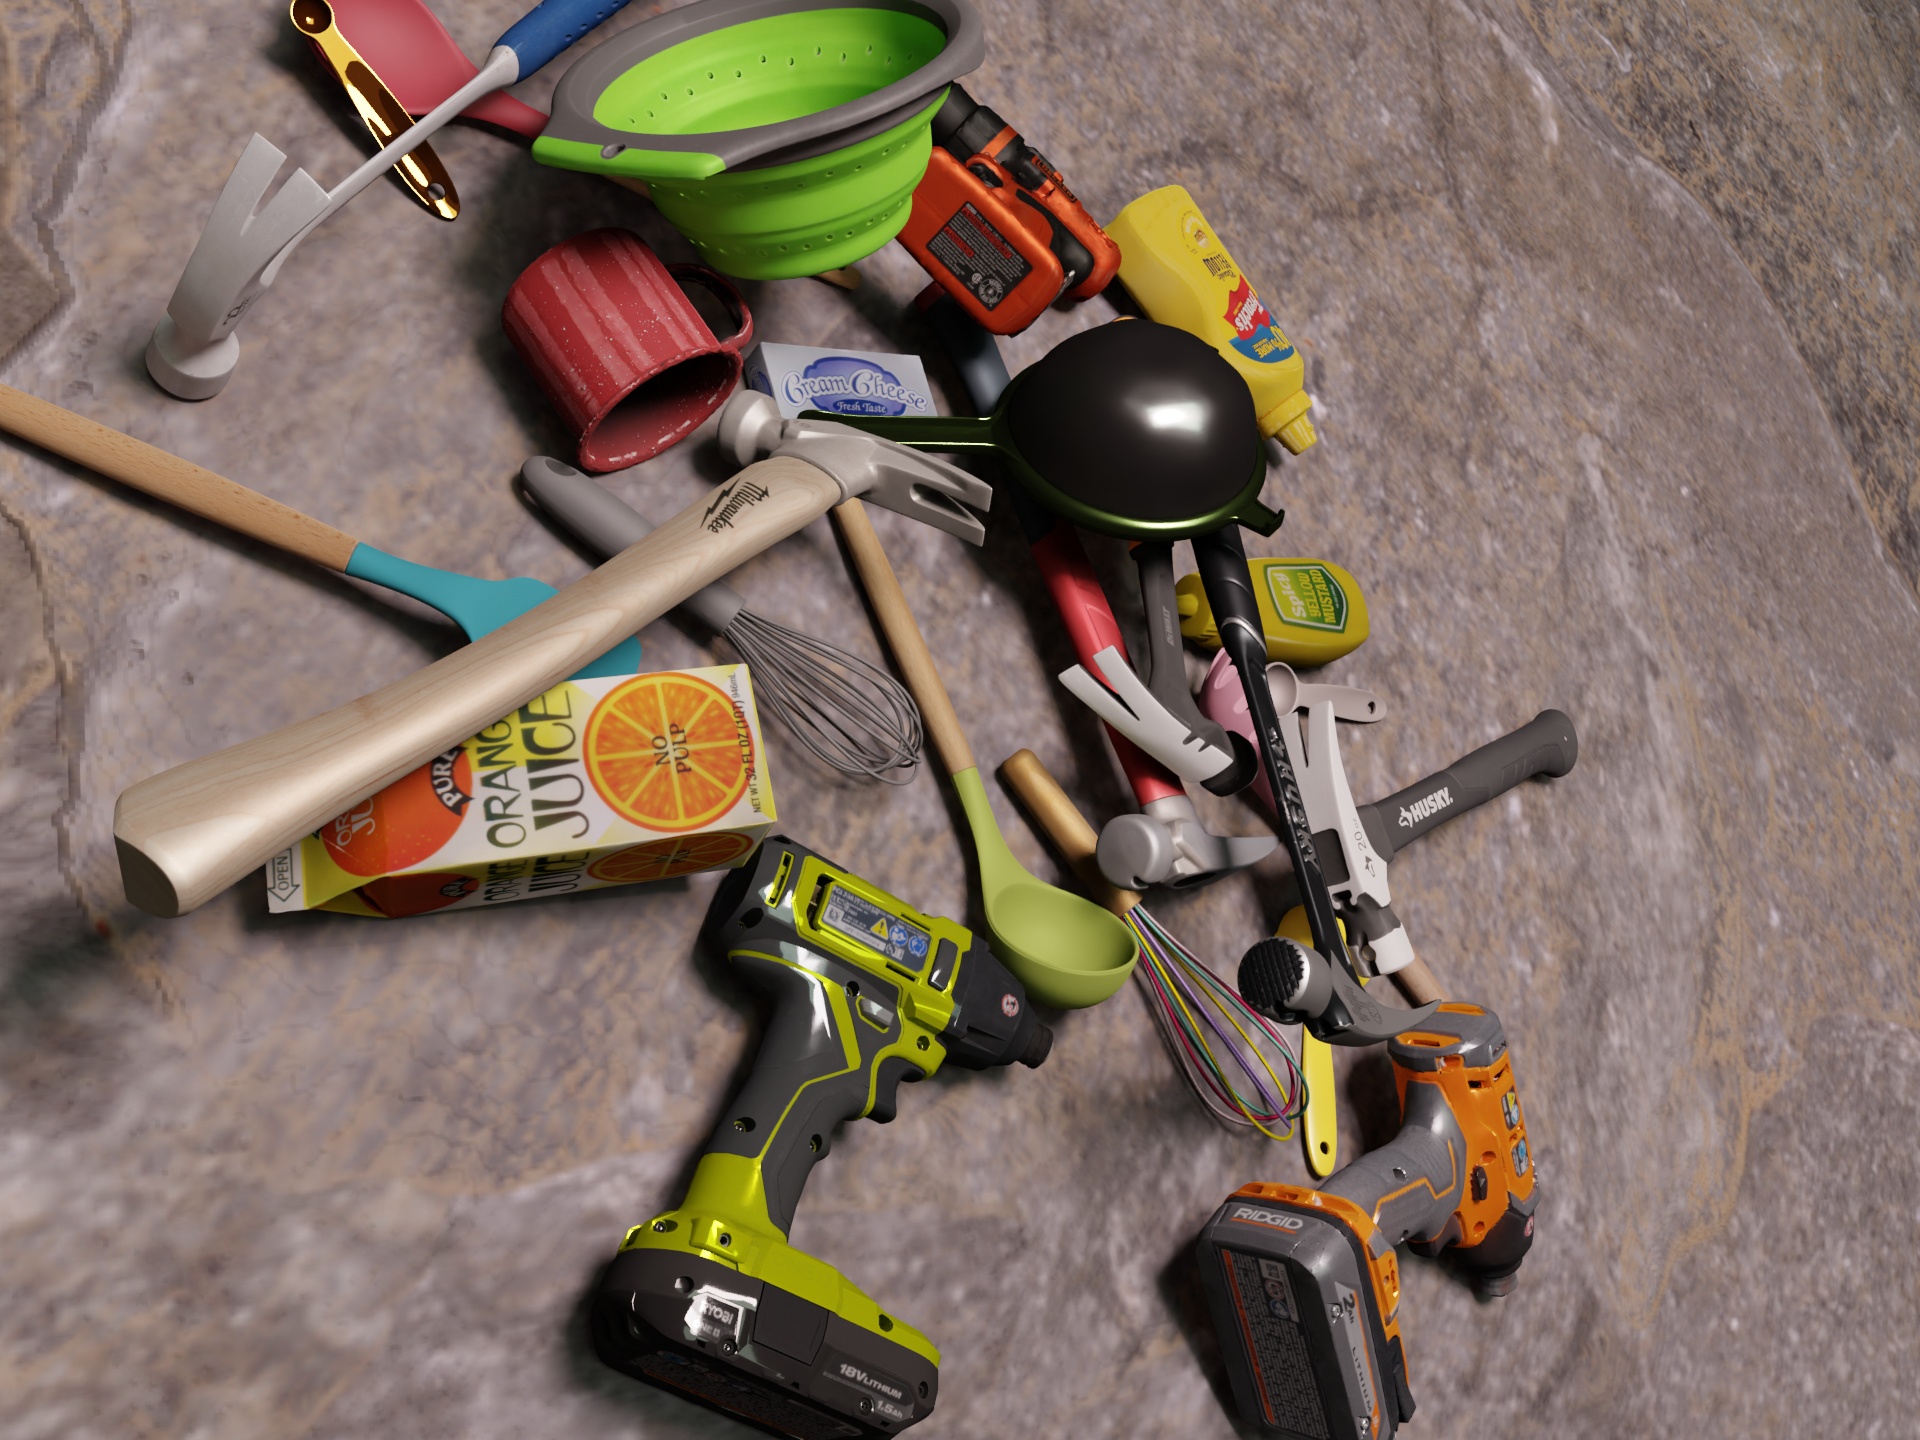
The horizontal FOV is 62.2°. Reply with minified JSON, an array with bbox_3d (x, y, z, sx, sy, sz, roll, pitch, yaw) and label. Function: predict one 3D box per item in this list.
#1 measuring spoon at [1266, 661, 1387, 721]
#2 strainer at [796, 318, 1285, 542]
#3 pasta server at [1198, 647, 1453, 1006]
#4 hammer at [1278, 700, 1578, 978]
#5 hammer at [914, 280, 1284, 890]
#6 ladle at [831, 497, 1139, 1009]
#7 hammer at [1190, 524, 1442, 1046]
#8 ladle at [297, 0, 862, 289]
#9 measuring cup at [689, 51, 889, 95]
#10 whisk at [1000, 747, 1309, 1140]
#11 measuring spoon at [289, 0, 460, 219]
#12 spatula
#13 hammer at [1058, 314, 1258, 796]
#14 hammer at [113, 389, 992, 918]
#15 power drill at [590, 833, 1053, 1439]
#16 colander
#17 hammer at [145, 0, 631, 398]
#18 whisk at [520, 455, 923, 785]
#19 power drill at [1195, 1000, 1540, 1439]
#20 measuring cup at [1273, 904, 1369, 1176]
[{"bbox_3d":[0.222,-0.013,0.990,0.124,0.018,0.034,8,83,-38],"label":"measuring spoon"},{"bbox_3d":[0.044,-0.167,0.826,0.256,0.069,0.152,-1,51,-12],"label":"strainer"},{"bbox_3d":[0.234,0.095,0.929,0.040,0.060,0.316,-37,95,3],"label":"pasta server"},{"bbox_3d":[0.300,0.036,0.968,0.334,0.035,0.146,-17,85,-48],"label":"hammer"},{"bbox_3d":[0.066,-0.089,0.892,0.143,0.038,0.387,2,62,-51],"label":"hammer"},{"bbox_3d":[-0.001,-0.003,0.808,0.078,0.062,0.320,-10,71,-47],"label":"ladle"},{"bbox_3d":[0.156,-0.023,0.829,0.149,0.036,0.409,28,43,-43],"label":"hammer"},{"bbox_3d":[-0.190,-0.300,0.841,0.315,0.031,0.069,20,73,-27],"label":"ladle"},{"bbox_3d":[-0.073,-0.345,0.883,0.167,0.083,0.038,-14,79,-10],"label":"measuring cup"},{"bbox_3d":[0.100,0.116,0.828,0.047,0.051,0.245,-35,87,-34],"label":"whisk"},{"bbox_3d":[-0.282,-0.295,0.769,0.021,0.011,0.116,-41,115,-16],"label":"measuring spoon"},{"bbox_3d":[-0.285,-0.074,0.674,0.317,0.044,0.082,25,58,-16],"label":"spatula"},{"bbox_3d":[0.101,-0.119,0.897,0.127,0.034,0.337,34,39,-35],"label":"hammer"},{"bbox_3d":[-0.141,-0.039,0.637,0.146,0.038,0.411,23,37,20],"label":"hammer"},{"bbox_3d":[-0.049,0.178,0.678,0.171,0.080,0.223,31,51,-17],"label":"power drill"},{"bbox_3d":[-0.043,-0.330,0.816,0.397,0.205,0.094,-51,145,-36],"label":"colander"},{"bbox_3d":[-0.217,-0.304,0.744,0.035,0.144,0.406,43,52,-16],"label":"hammer"},{"bbox_3d":[-0.112,-0.048,0.763,0.239,0.055,0.055,38,53,-8],"label":"whisk"},{"bbox_3d":[0.223,0.264,0.806,0.226,0.084,0.164,-27,106,-42],"label":"power drill"},{"bbox_3d":[0.206,0.171,0.878,0.062,0.029,0.157,21,56,-24],"label":"measuring cup"}]
